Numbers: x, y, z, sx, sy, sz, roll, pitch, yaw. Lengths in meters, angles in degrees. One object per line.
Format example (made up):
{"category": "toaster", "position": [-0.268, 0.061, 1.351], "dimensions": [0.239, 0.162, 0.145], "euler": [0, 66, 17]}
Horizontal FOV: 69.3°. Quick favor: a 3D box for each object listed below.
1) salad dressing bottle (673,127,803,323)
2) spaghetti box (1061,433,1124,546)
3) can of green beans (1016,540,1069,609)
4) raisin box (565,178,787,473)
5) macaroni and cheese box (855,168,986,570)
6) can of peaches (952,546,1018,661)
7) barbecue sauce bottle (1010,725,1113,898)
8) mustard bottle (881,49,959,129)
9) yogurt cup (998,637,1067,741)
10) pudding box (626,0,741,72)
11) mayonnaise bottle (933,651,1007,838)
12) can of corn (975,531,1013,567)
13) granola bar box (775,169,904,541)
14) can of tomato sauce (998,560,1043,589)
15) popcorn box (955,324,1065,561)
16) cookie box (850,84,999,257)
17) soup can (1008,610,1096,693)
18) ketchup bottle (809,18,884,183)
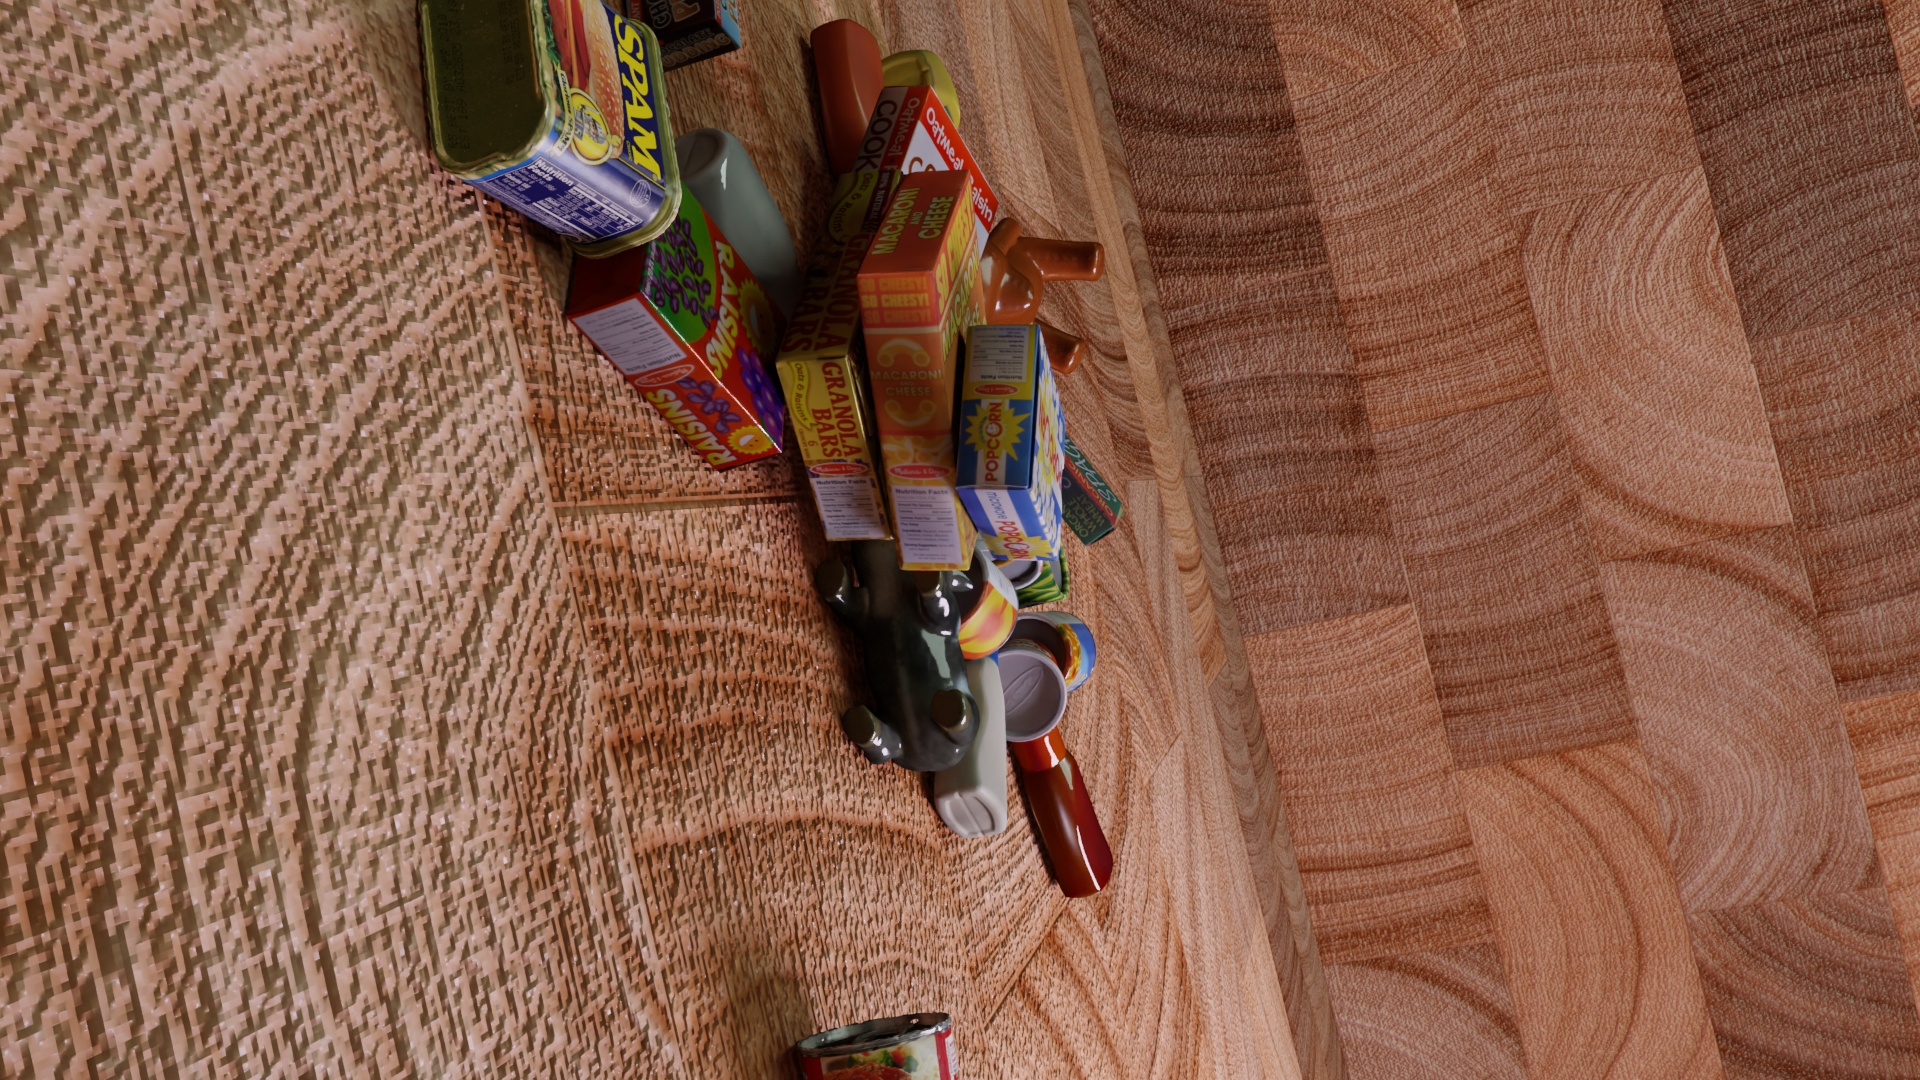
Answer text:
{"category": "salad dressing bottle", "position": [-0.106, -0.141, 0.717], "dimensions": [0.147, 0.044, 0.064], "euler": [61, 29, -49]}
{"category": "spaghetti box", "position": [0.030, -0.103, 1.002], "dimensions": [0.250, 0.028, 0.050], "euler": [50, 23, -8]}
{"category": "can of green beans", "position": [0.047, 0.020, 1.072], "dimensions": [0.071, 0.058, 0.071], "euler": [-15, 91, -74]}
{"category": "raisin box", "position": [-0.124, -0.100, 0.630], "dimensions": [0.123, 0.040, 0.086], "euler": [52, 28, -52]}
{"category": "macaroni and cheese box", "position": [-0.014, -0.087, 0.708], "dimensions": [0.124, 0.040, 0.165], "euler": [-76, 163, -53]}
{"category": "can of peaches", "position": [-0.005, 0.038, 0.873], "dimensions": [0.058, 0.071, 0.071], "euler": [47, 33, -60]}
{"category": "barbecue sauce bottle", "position": [0.074, 0.193, 1.045], "dimensions": [0.065, 0.043, 0.148], "euler": [-70, 143, -63]}
{"category": "mustard bottle", "position": [-0.030, -0.346, 1.111], "dimensions": [0.160, 0.065, 0.049], "euler": [-14, 86, -78]}
{"category": "yogurt cup", "position": [0.041, 0.101, 0.979], "dimensions": [0.054, 0.072, 0.072], "euler": [-64, 138, -78]}
{"category": "pudding box", "position": [-0.142, -0.282, 0.700], "dimensions": [0.030, 0.049, 0.084], "euler": [41, 39, -67]}
{"category": "mayonnaise bottle", "position": [0.007, 0.113, 0.892], "dimensions": [0.064, 0.041, 0.149], "euler": [65, 18, -45]}
{"category": "can of corn", "position": [0.003, -0.012, 0.937], "dimensions": [0.071, 0.071, 0.058], "euler": [32, 47, -68]}
{"category": "granola bar box", "position": [-0.050, -0.100, 0.739], "dimensions": [0.123, 0.039, 0.166], "euler": [79, 15, -44]}
{"category": "can of tomato sauce", "position": [0.025, -0.015, 1.015], "dimensions": [0.071, 0.071, 0.083], "euler": [58, 25, -48]}
{"category": "popcorn box", "position": [0.028, -0.047, 0.712], "dimensions": [0.126, 0.038, 0.085], "euler": [59, 32, -70]}
{"category": "cookie box", "position": [-0.035, -0.189, 0.900], "dimensions": [0.122, 0.040, 0.168], "euler": [48, 54, -56]}
{"category": "soup can", "position": [0.062, 0.089, 1.053], "dimensions": [0.084, 0.071, 0.071], "euler": [8, 69, -72]}
{"category": "ketchup bottle", "position": [-0.070, -0.278, 0.951], "dimensions": [0.064, 0.043, 0.149], "euler": [31, 47, -67]}
